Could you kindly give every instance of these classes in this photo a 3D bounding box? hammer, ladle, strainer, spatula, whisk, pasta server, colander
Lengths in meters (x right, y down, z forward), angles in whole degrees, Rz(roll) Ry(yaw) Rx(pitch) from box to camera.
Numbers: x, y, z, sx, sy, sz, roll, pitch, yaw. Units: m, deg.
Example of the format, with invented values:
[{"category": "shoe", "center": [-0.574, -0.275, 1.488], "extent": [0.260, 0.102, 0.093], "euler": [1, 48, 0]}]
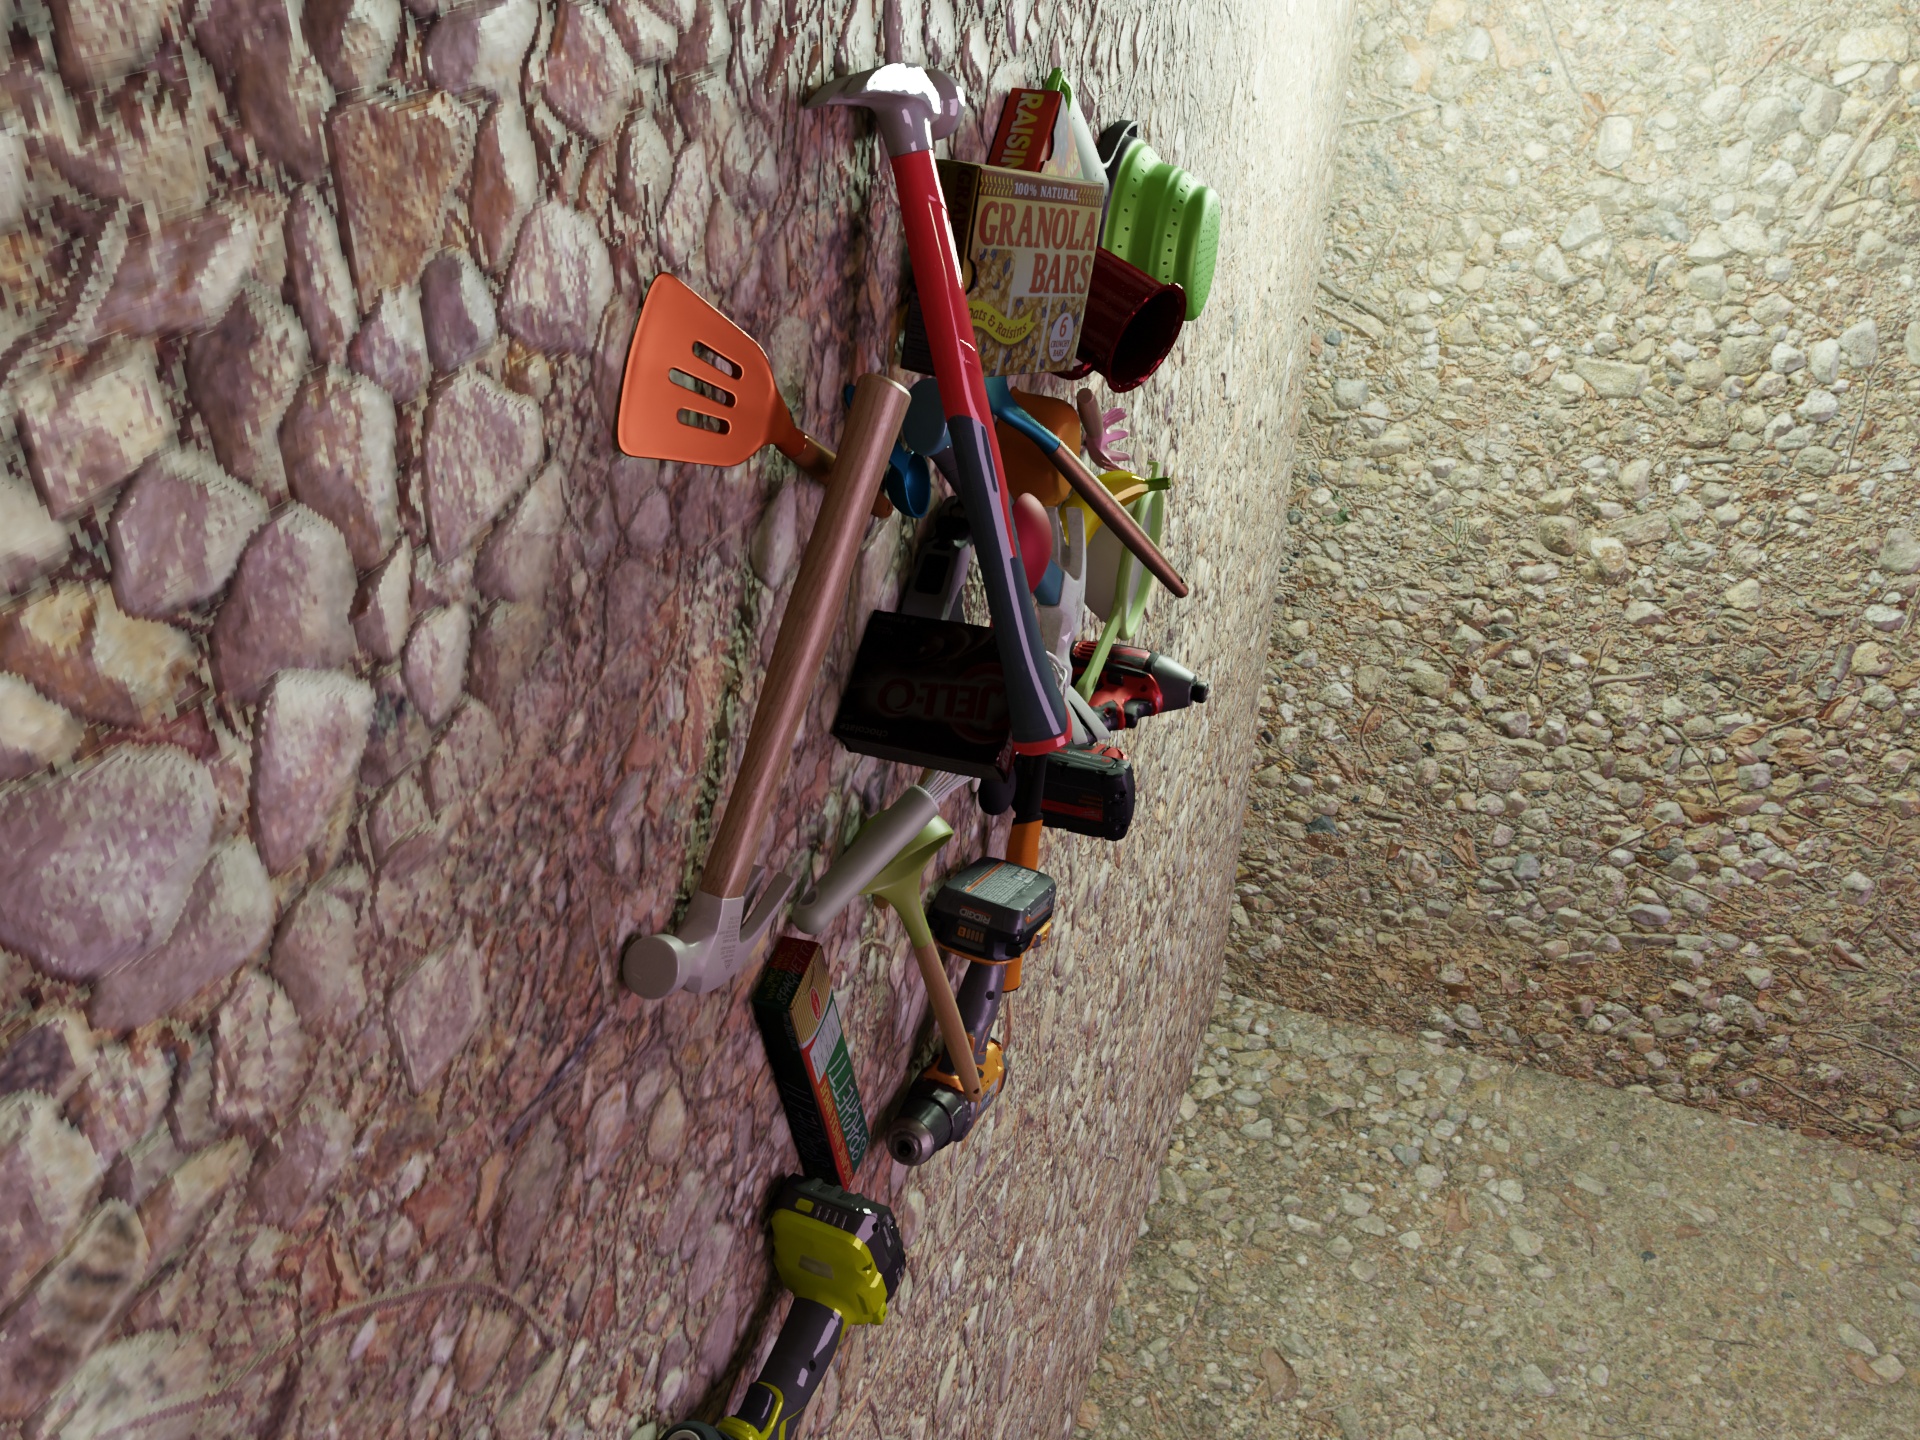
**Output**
[{"category": "hammer", "center": [-0.089, -0.018, 0.831], "extent": [0.130, 0.031, 0.331], "euler": [12, 96, -76]}, {"category": "hammer", "center": [0.004, -0.012, 1.201], "extent": [0.334, 0.035, 0.146], "euler": [73, 32, -59]}, {"category": "ladle", "center": [-0.016, 0.182, 1.137], "extent": [0.078, 0.062, 0.319], "euler": [-29, 131, -16]}, {"category": "strainer", "center": [0.125, -0.116, 1.471], "extent": [0.151, 0.069, 0.256], "euler": [86, 23, -50]}, {"category": "spatula", "center": [0.090, -0.187, 1.165], "extent": [0.317, 0.044, 0.082], "euler": [41, 46, -37]}, {"category": "hammer", "center": [0.060, 0.110, 1.381], "extent": [0.034, 0.127, 0.336], "euler": [-12, 128, -26]}, {"category": "whisk", "center": [-0.017, 0.045, 1.015], "extent": [0.246, 0.058, 0.059], "euler": [-45, 120, -17]}, {"category": "ladle", "center": [-0.002, -0.003, 1.073], "extent": [0.069, 0.031, 0.315], "euler": [-24, 140, -61]}, {"category": "spatula", "center": [-0.088, -0.141, 0.823], "extent": [0.322, 0.041, 0.081], "euler": [15, 87, -78]}, {"category": "pasta server", "center": [0.120, -0.250, 1.339], "extent": [0.316, 0.040, 0.060], "euler": [-20, 105, -82]}, {"category": "hammer", "center": [0.001, -0.159, 0.880], "extent": [0.143, 0.038, 0.386], "euler": [-45, 126, -61]}, {"category": "hammer", "center": [0.031, -0.133, 1.084], "extent": [0.330, 0.033, 0.128], "euler": [44, 53, -64]}, {"category": "colander", "center": [0.146, -0.413, 1.287], "extent": [0.397, 0.094, 0.204], "euler": [24, 79, -74]}]

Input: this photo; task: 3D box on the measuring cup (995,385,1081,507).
[{"category": "measuring cup", "center": [0.048, -0.191, 1.184], "extent": [0.174, 0.052, 0.095], "euler": [-49, 147, -63]}]

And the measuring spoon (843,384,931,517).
[{"category": "measuring spoon", "center": [-0.050, -0.163, 0.955], "extent": [0.128, 0.021, 0.042], "euler": [47, 47, -59]}]

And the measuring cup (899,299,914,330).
[{"category": "measuring cup", "center": [-0.005, -0.286, 1.013], "extent": [0.156, 0.029, 0.062], "euler": [-47, 145, -40]}]

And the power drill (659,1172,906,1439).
[{"category": "power drill", "center": [-0.119, 0.415, 1.014], "extent": [0.190, 0.080, 0.229], "euler": [83, 27, -49]}]

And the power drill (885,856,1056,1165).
[{"category": "power drill", "center": [0.002, 0.242, 1.302], "extent": [0.185, 0.084, 0.226], "euler": [-26, 130, -68]}]

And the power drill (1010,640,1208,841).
[{"category": "power drill", "center": [0.139, 0.008, 1.480], "extent": [0.220, 0.143, 0.078], "euler": [-57, 151, -46]}]

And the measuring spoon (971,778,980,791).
[{"category": "measuring spoon", "center": [0.028, -0.006, 1.190], "extent": [0.034, 0.018, 0.124], "euler": [23, 79, -75]}]
